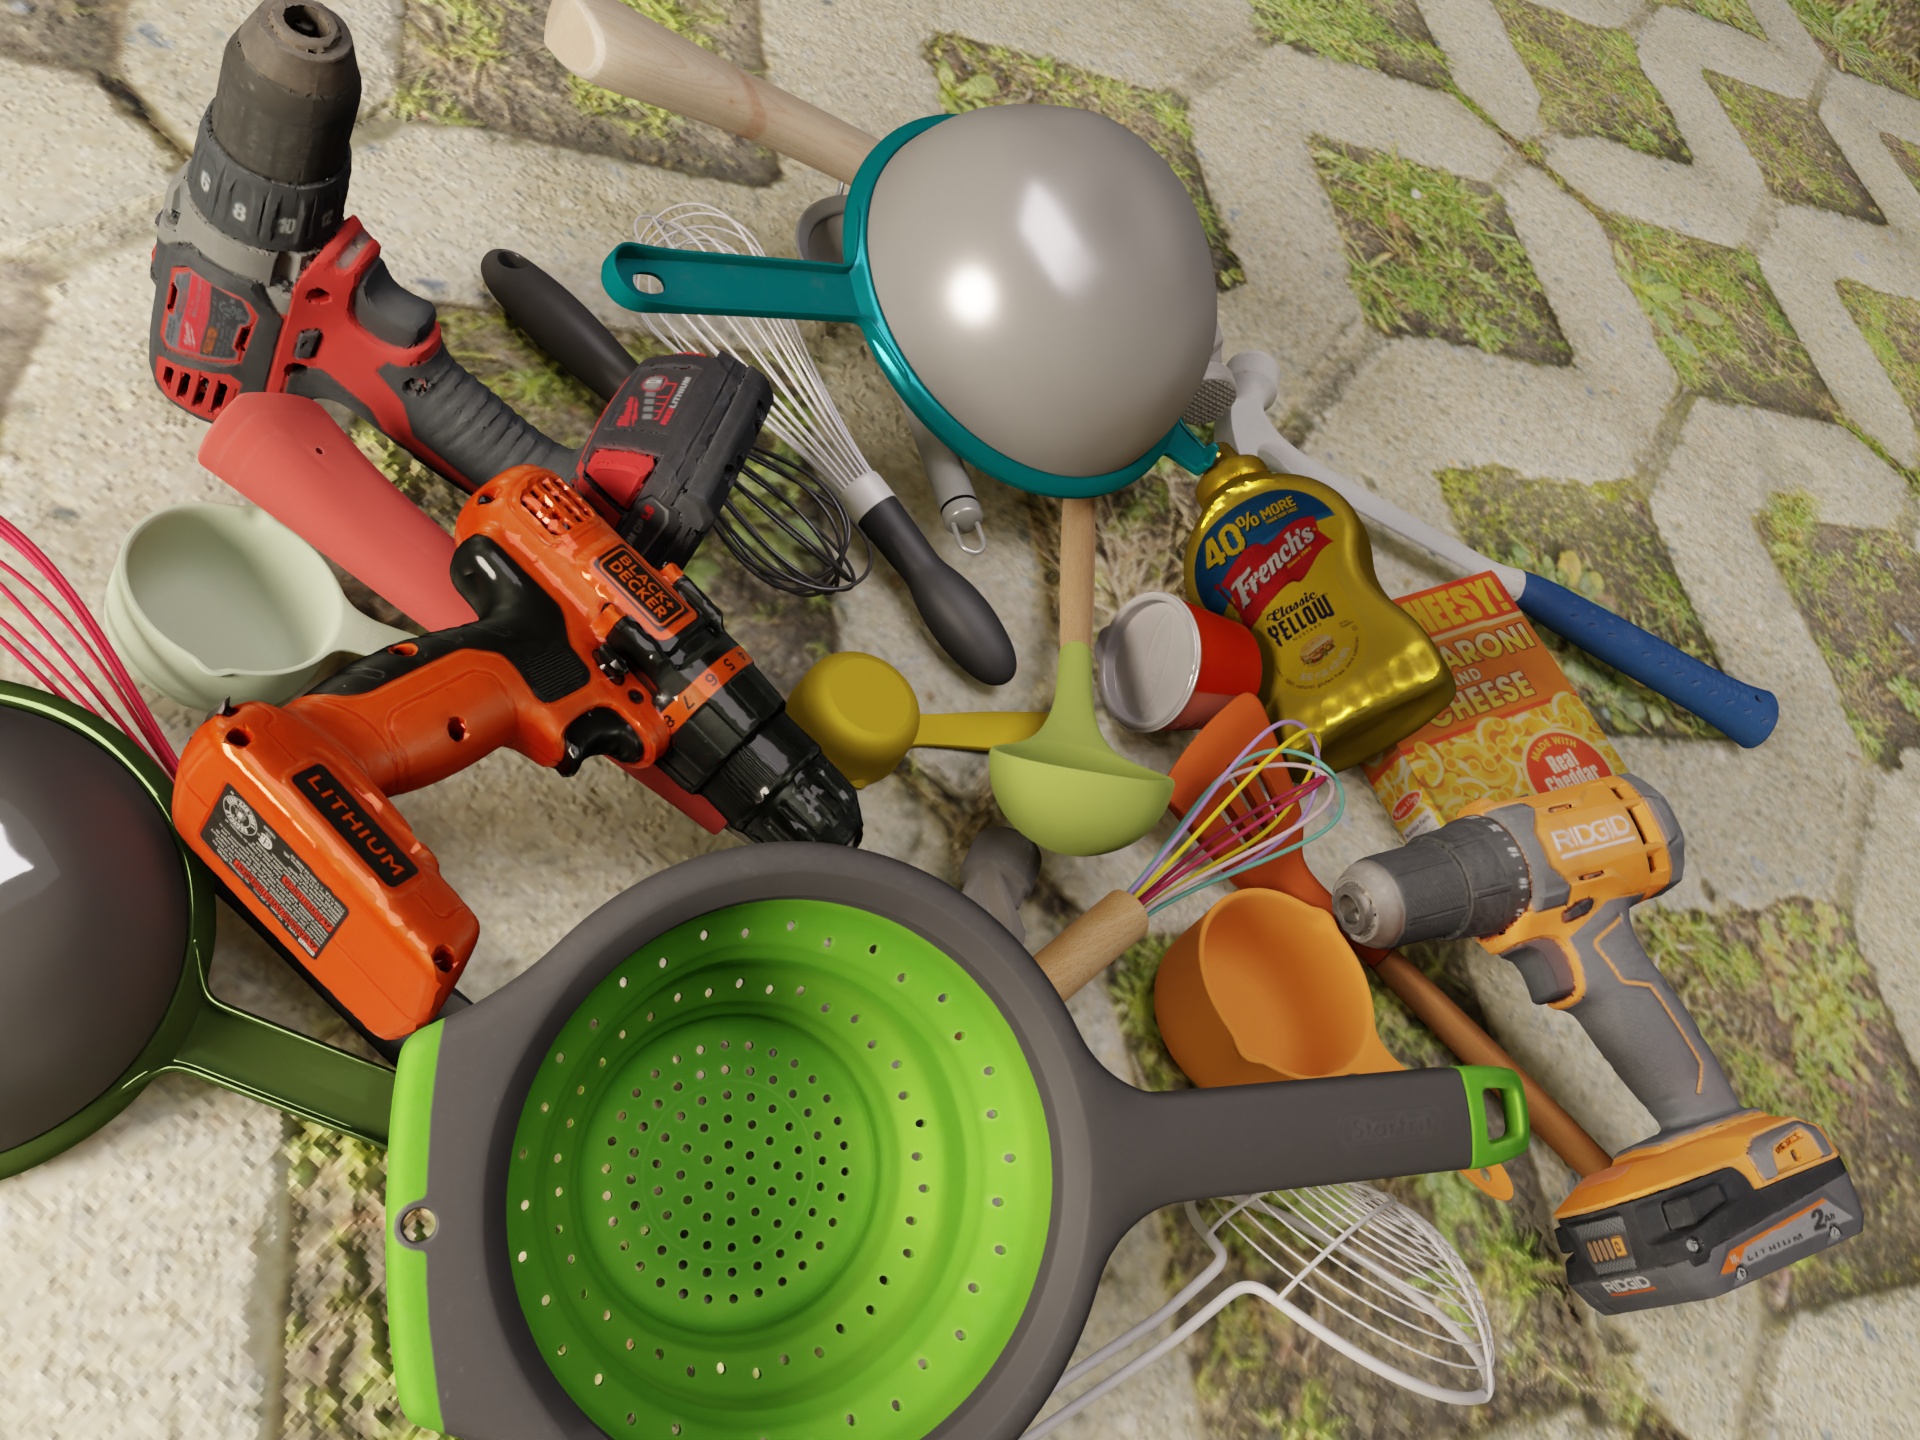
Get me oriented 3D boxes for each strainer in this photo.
[{"bbox_3d":[-0.243,0.080,0.452,0.256,0.069,0.151,28,72,-16],"label":"strainer"},{"bbox_3d":[0.006,-0.214,0.732,0.340,0.095,0.211,-9,79,-39],"label":"strainer"},{"bbox_3d":[-0.030,-0.182,0.806,0.086,0.050,0.259,-1,55,-27],"label":"strainer"}]

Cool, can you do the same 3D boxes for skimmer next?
[{"bbox_3d":[0.034,0.252,0.537,0.363,0.090,0.127,-21,32,-27],"label":"skimmer"}]

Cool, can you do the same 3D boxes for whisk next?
[{"bbox_3d":[0.084,0.071,0.657,0.245,0.047,0.051,-33,80,-36],"label":"whisk"},{"bbox_3d":[-0.133,-0.138,0.723,0.239,0.055,0.055,43,47,9],"label":"whisk"},{"bbox_3d":[-0.063,-0.131,0.755,0.070,0.070,0.284,-33,84,-42],"label":"whisk"},{"bbox_3d":[-0.262,0.028,0.521,0.295,0.073,0.073,43,47,-6],"label":"whisk"}]

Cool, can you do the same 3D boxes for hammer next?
[{"bbox_3d":[-0.127,0.008,0.599,0.359,0.036,0.149,37,46,-12],"label":"hammer"},{"bbox_3d":[0.327,-0.082,0.962,0.405,0.035,0.144,26,48,-12],"label":"hammer"},{"bbox_3d":[-0.021,-0.283,0.841,0.410,0.038,0.146,17,47,-33],"label":"hammer"}]

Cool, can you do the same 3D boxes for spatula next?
[{"bbox_3d":[0.219,0.125,0.744,0.322,0.041,0.081,45,58,3],"label":"spatula"}]

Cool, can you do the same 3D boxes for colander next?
[{"bbox_3d":[0.013,0.147,0.539,0.397,0.094,0.204,1,78,-23],"label":"colander"}]

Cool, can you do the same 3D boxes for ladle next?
[{"bbox_3d":[0.058,-0.059,0.751,0.078,0.062,0.320,10,43,-4],"label":"ladle"}]

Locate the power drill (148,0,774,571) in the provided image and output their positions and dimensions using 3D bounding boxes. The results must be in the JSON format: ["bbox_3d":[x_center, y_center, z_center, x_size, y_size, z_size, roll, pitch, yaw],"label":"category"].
[{"bbox_3d":[-0.189,-0.144,0.601,0.226,0.188,0.080,29,50,-15],"label":"power drill"}]

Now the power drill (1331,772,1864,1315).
[{"bbox_3d":[0.275,0.140,0.708,0.185,0.084,0.226,-9,68,-26],"label":"power drill"}]

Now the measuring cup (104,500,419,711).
[{"bbox_3d":[-0.230,-0.022,0.593,0.167,0.038,0.083,24,42,-32],"label":"measuring cup"}]

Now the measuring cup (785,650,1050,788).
[{"bbox_3d":[-0.001,-0.002,0.712,0.156,0.029,0.062,2,57,-28],"label":"measuring cup"}]

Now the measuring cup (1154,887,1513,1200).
[{"bbox_3d":[0.157,0.151,0.683,0.173,0.052,0.095,43,47,1],"label":"measuring cup"}]
